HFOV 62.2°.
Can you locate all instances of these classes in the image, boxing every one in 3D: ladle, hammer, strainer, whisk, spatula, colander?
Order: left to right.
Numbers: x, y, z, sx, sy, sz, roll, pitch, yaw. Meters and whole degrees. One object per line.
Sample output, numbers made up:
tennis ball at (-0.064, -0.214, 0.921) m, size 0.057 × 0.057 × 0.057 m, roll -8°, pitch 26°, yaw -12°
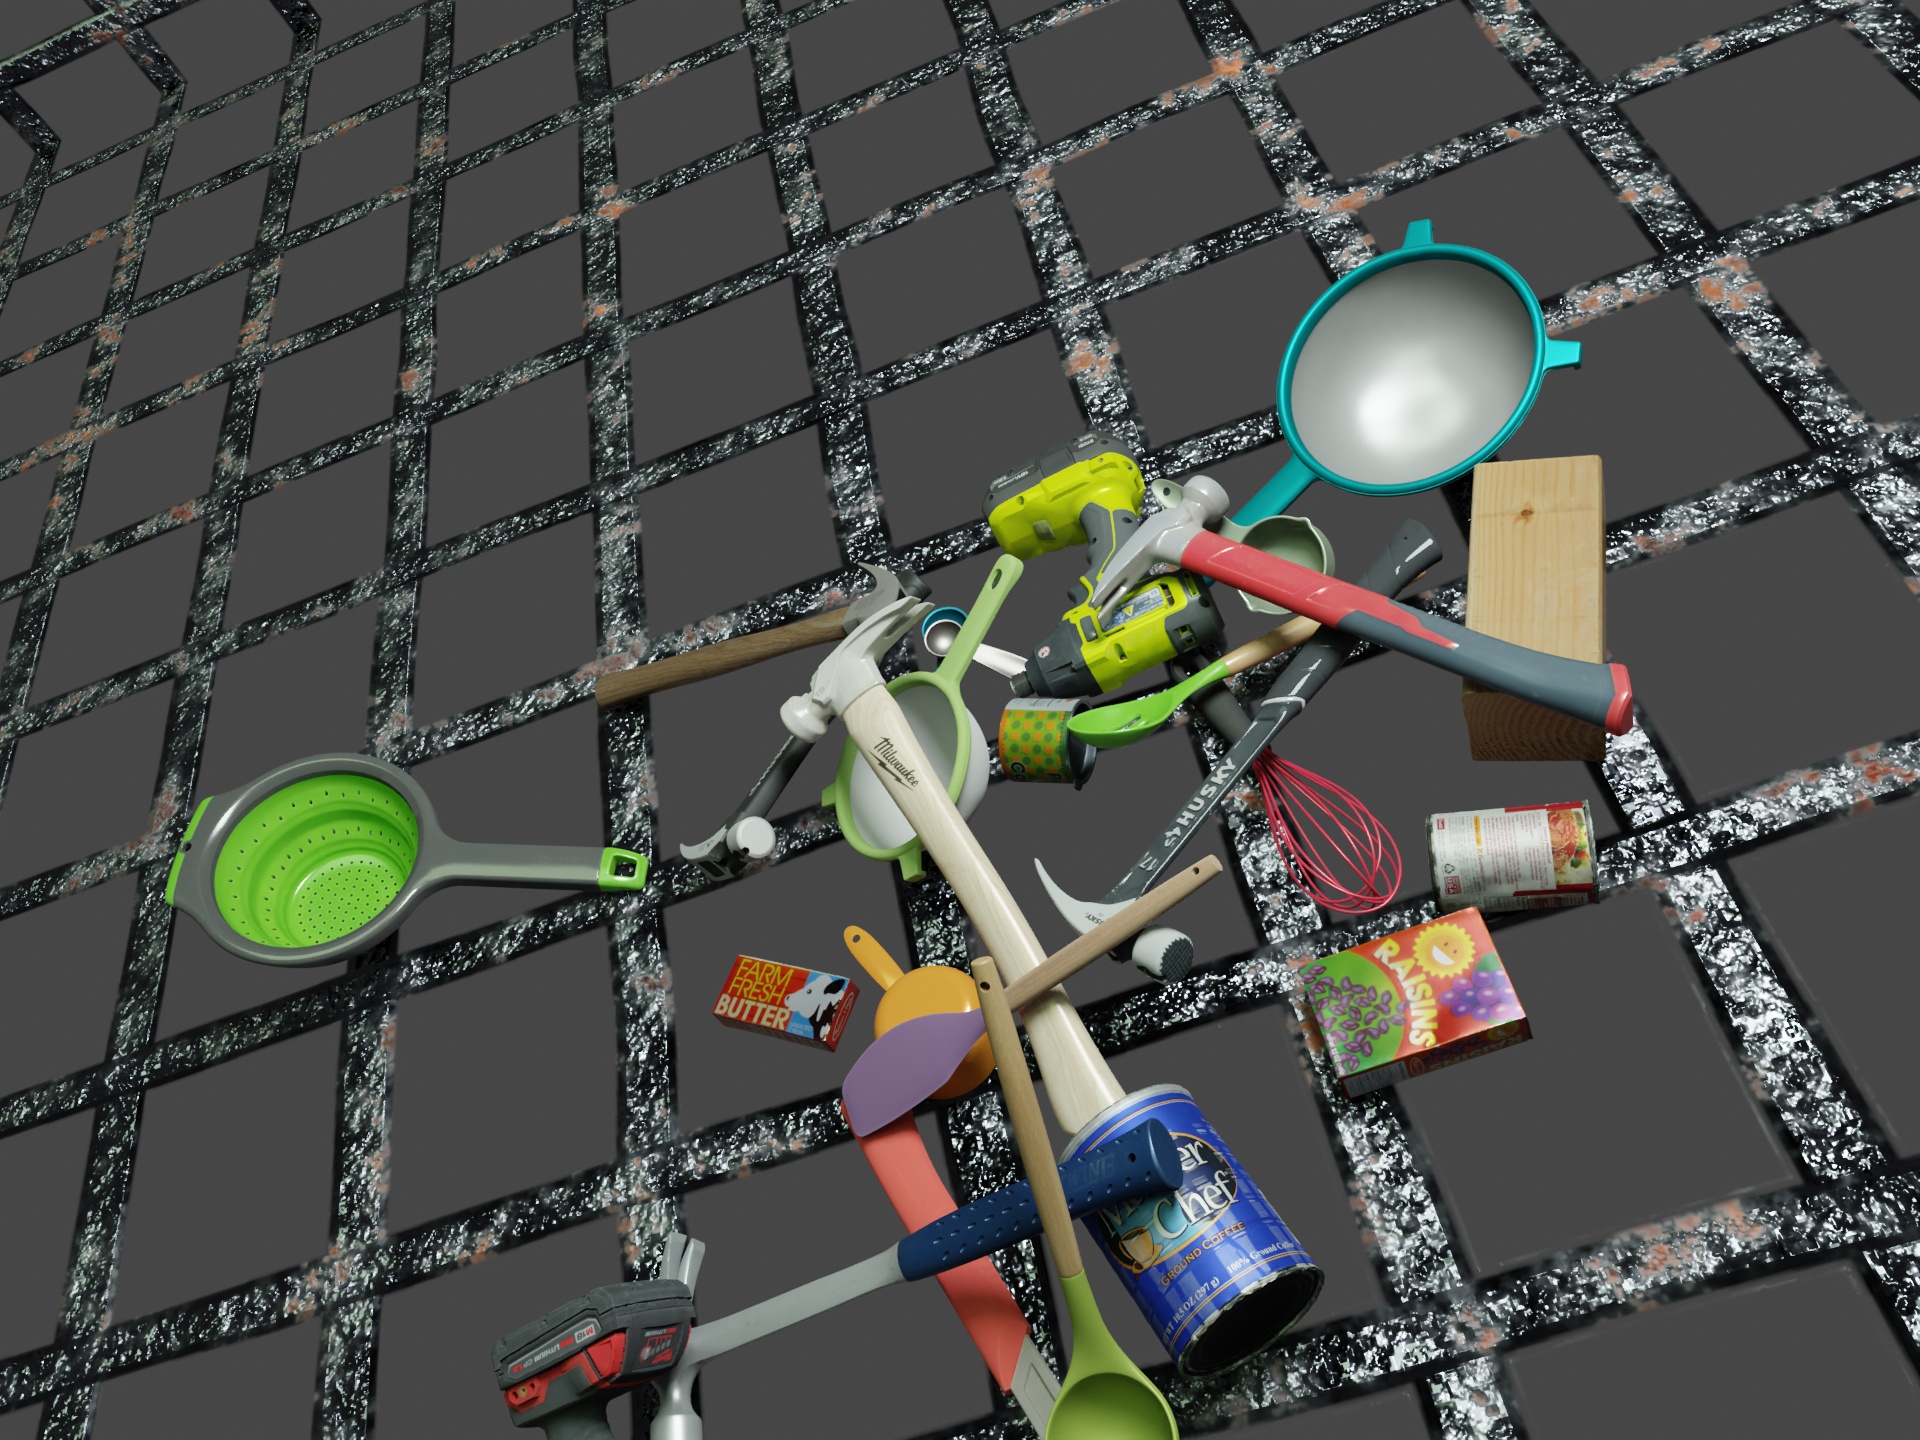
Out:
colander at (-0.459, 0.139, 1.362) m, size 0.397 × 0.094 × 0.205 m, roll 2°, pitch 55°, yaw 3°
hammer at (-0.185, -0.061, 1.367) m, size 0.331 × 0.031 × 0.130 m, roll -13°, pitch 35°, yaw 31°
hammer at (-0.117, -0.003, 1.312) m, size 0.146 × 0.035 × 0.335 m, roll -27°, pitch 25°, yaw 55°
hammer at (-0.044, 0.335, 0.993) m, size 0.405 × 0.035 × 0.144 m, roll -30°, pitch 47°, yaw 23°
strainer at (-0.002, -0.004, 1.233) m, size 0.152 × 0.069 × 0.256 m, roll 35°, pitch 98°, yaw 50°
hammer at (0.010, 0.380, 1.009) m, size 0.149 × 0.036 × 0.359 m, roll -36°, pitch 51°, yaw -5°
hammer at (0.012, 0.101, 1.116) m, size 0.146 × 0.038 × 0.411 m, roll -43°, pitch 62°, yaw 21°
spatula at (0.041, 0.177, 1.051) m, size 0.316 × 0.018 × 0.060 m, roll -36°, pitch 52°, yaw 18°
ladle at (0.052, 0.288, 0.885) m, size 0.078 × 0.062 × 0.320 m, roll -15°, pitch 95°, yaw 15°
hammer at (0.213, 0.004, 1.128) m, size 0.409 × 0.036 × 0.149 m, roll -48°, pitch 38°, yaw -17°
whisk at (0.226, 0.037, 1.154) m, size 0.073 × 0.073 × 0.296 m, roll -31°, pitch 43°, yaw 0°
hammer at (0.271, -0.063, 1.099) m, size 0.387 × 0.038 × 0.143 m, roll 28°, pitch 67°, yaw 38°
strainer at (0.324, -0.220, 1.285) m, size 0.340 × 0.095 × 0.211 m, roll -45°, pitch 56°, yaw 15°

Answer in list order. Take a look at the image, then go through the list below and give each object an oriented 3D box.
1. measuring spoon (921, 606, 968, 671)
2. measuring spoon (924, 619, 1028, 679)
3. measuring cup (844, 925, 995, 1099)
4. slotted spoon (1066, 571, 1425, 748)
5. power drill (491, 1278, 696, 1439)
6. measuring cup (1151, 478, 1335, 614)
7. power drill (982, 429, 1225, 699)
measuring spoon at (-0.010, -0.035, 1.333) m, size 0.042 × 0.021 × 0.129 m, roll -6°, pitch 63°, yaw 10°
measuring spoon at (0.027, -0.048, 1.313) m, size 0.124 × 0.018 × 0.034 m, roll 24°, pitch 71°, yaw 15°
measuring cup at (-0.043, 0.195, 1.152) m, size 0.095 × 0.052 × 0.174 m, roll -41°, pitch 53°, yaw -9°
slotted spoon at (0.221, -0.049, 1.198) m, size 0.314 × 0.031 × 0.070 m, roll -26°, pitch 20°, yaw -13°
power drill at (-0.183, 0.461, 0.963) m, size 0.188 × 0.080 × 0.227 m, roll -32°, pitch 63°, yaw 20°
measuring cup at (0.221, -0.144, 1.252) m, size 0.168 × 0.038 × 0.083 m, roll 39°, pitch 110°, yaw 27°
power drill at (0.101, -0.121, 1.298) m, size 0.171 × 0.080 × 0.223 m, roll -25°, pitch 49°, yaw 10°
